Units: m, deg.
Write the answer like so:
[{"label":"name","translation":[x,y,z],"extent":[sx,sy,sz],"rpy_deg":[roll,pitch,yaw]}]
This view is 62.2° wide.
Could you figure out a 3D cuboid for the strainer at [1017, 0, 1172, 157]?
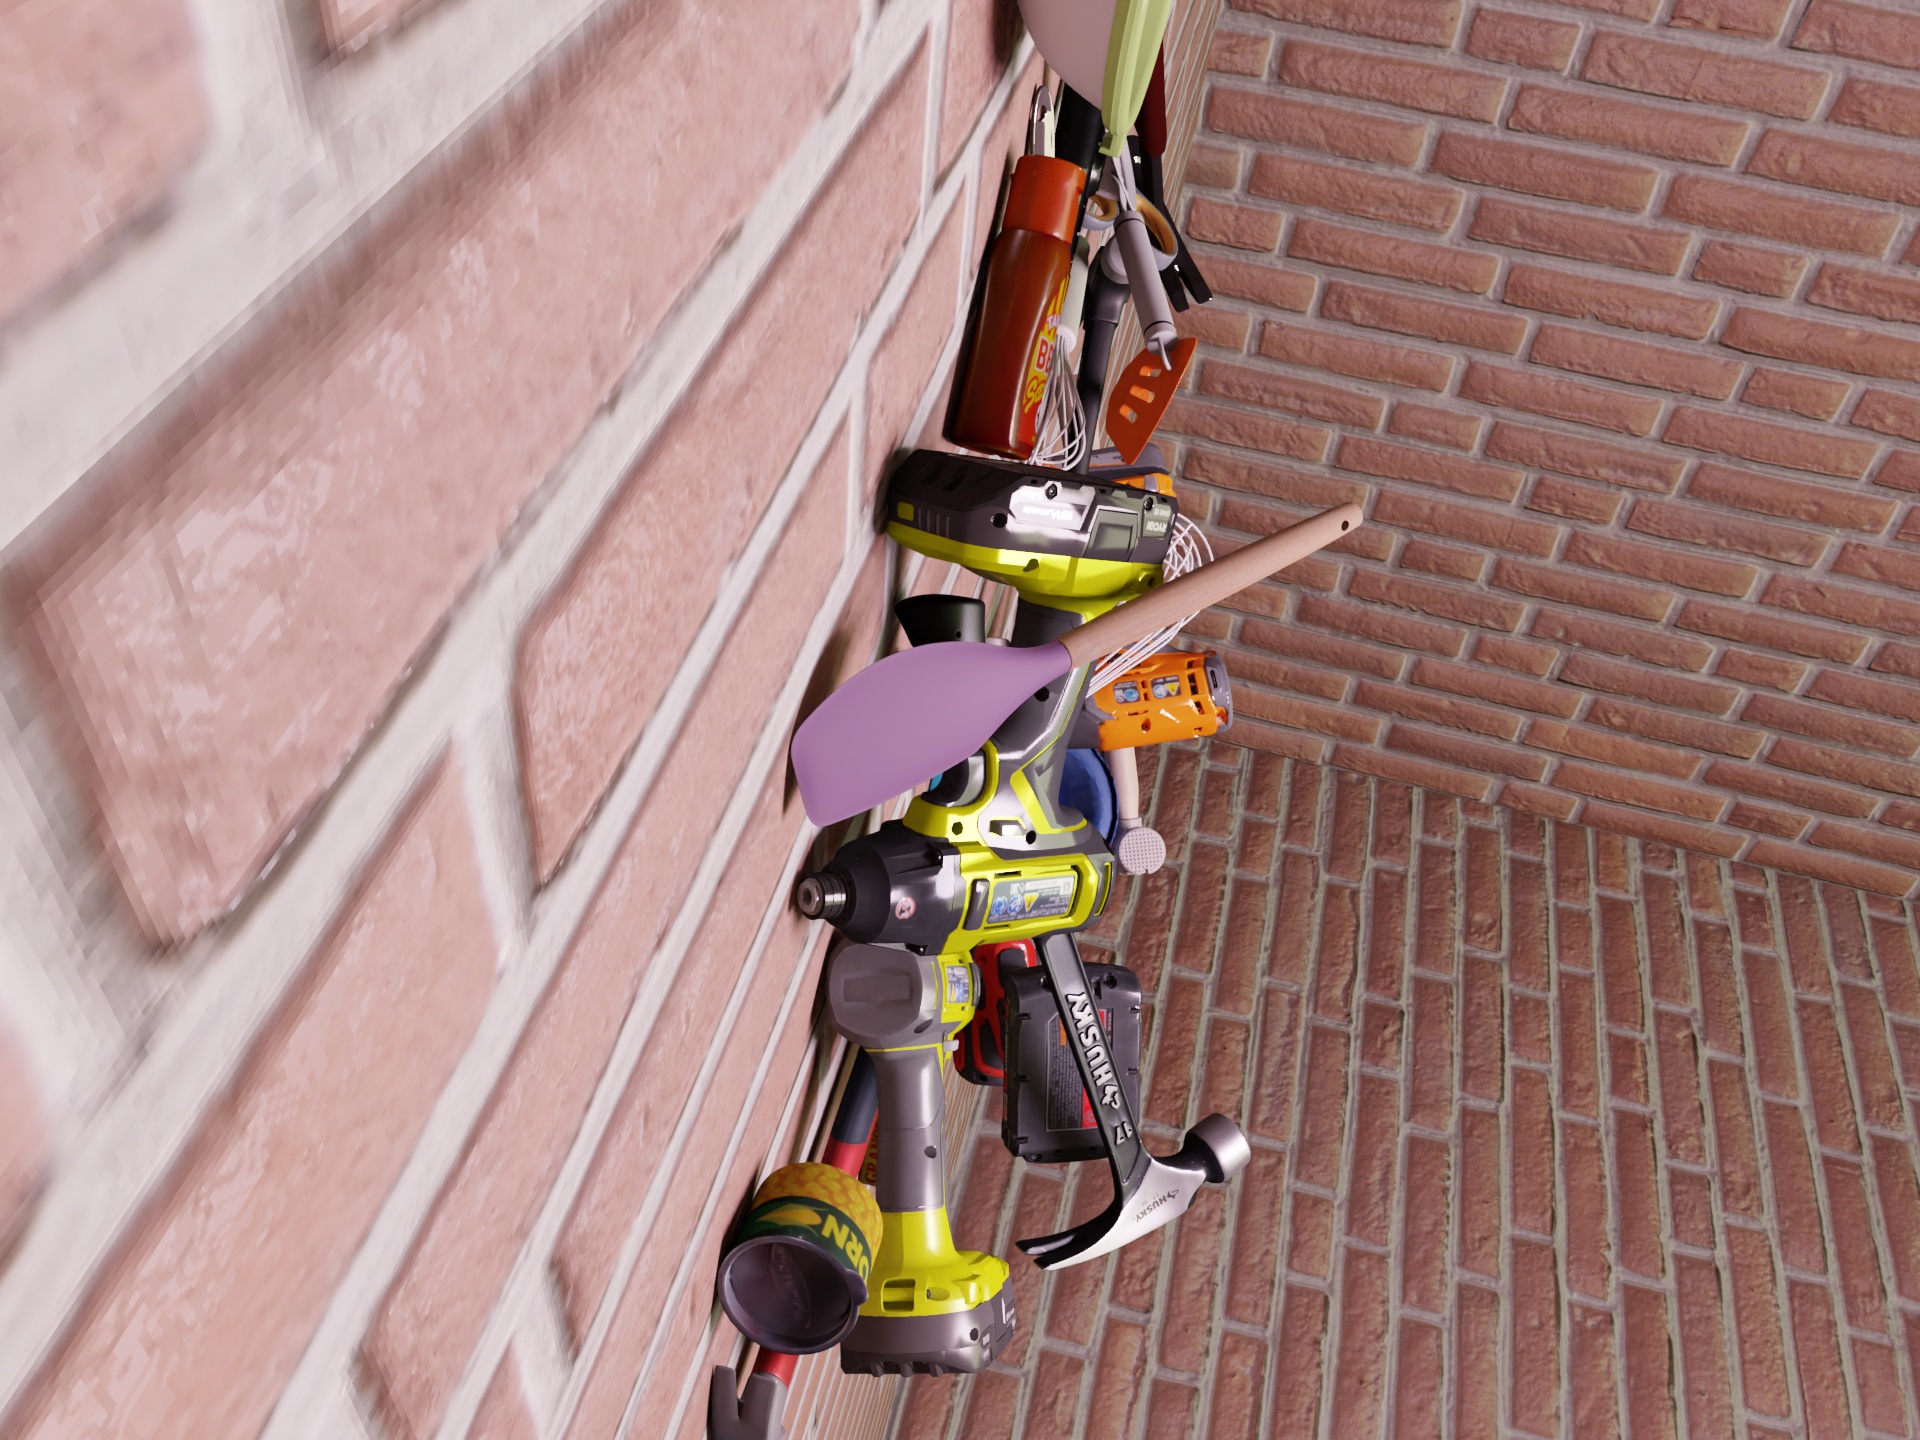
[{"label":"strainer","translation":[0.052,-0.329,0.636],"extent":[0.256,0.069,0.151],"rpy_deg":[-44,149,-78]}]

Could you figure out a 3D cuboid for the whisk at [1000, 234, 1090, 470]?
[{"label":"whisk","translation":[0.062,-0.243,1.040],"extent":[0.057,0.059,0.247],"rpy_deg":[101,0,-50]}]

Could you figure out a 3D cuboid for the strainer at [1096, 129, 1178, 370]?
[{"label":"strainer","translation":[0.099,-0.308,0.974],"extent":[0.086,0.050,0.259],"rpy_deg":[53,23,-53]}]

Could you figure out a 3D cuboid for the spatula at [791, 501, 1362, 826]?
[{"label":"spatula","translation":[0.063,-0.040,0.689],"extent":[0.316,0.018,0.059],"rpy_deg":[-25,119,-28]}]

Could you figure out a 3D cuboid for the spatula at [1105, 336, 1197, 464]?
[{"label":"spatula","translation":[0.128,-0.210,1.064],"extent":[0.081,0.041,0.322],"rpy_deg":[-63,175,11]}]

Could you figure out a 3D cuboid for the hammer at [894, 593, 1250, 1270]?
[{"label":"hammer","translation":[0.045,0.117,0.851],"extent":[0.036,0.149,0.408],"rpy_deg":[20,-45,58]}]

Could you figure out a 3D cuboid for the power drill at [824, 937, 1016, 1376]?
[{"label":"power drill","translation":[-0.018,0.230,0.888],"extent":[0.190,0.080,0.229],"rpy_deg":[37,49,-74]}]

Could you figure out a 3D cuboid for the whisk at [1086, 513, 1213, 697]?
[{"label":"whisk","translation":[0.035,-0.005,0.865],"extent":[0.284,0.070,0.070],"rpy_deg":[-49,169,-8]}]

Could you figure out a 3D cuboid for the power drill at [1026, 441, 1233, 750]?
[{"label":"power drill","translation":[0.101,-0.085,1.190],"extent":[0.084,0.164,0.227],"rpy_deg":[87,-6,-70]}]

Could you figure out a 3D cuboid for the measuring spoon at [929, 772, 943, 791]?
[{"label":"measuring spoon","translation":[-0.018,0.085,1.114],"extent":[0.042,0.021,0.129],"rpy_deg":[77,25,-77]}]

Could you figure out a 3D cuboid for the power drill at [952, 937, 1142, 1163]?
[{"label":"power drill","translation":[0.043,0.168,1.028],"extent":[0.227,0.080,0.188],"rpy_deg":[-153,-117,-75]}]

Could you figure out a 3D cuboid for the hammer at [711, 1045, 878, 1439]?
[{"label":"hammer","translation":[-0.066,0.242,0.942],"extent":[0.143,0.038,0.387],"rpy_deg":[95,10,-46]}]

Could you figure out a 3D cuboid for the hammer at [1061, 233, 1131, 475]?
[{"label":"hammer","translation":[0.077,-0.163,1.125],"extent":[0.146,0.035,0.335],"rpy_deg":[165,-65,-83]}]

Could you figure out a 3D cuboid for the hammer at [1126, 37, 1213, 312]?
[{"label":"hammer","translation":[0.131,-0.419,1.090],"extent":[0.359,0.036,0.149],"rpy_deg":[51,16,-76]}]

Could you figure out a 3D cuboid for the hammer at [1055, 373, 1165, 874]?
[{"label":"hammer","translation":[0.114,-0.079,1.309],"extent":[0.146,0.038,0.411],"rpy_deg":[134,-50,-84]}]

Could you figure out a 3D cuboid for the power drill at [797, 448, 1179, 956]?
[{"label":"power drill","translation":[0.013,-0.004,0.726],"extent":[0.171,0.080,0.223],"rpy_deg":[0,106,-42]}]

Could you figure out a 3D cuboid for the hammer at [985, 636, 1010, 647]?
[{"label":"hammer","translation":[-0.002,-0.003,0.975],"extent":[0.331,0.031,0.130],"rpy_deg":[27,65,-81]}]

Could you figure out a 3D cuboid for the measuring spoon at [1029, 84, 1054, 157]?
[{"label":"measuring spoon","translation":[0.039,-0.291,0.884],"extent":[0.034,0.018,0.124],"rpy_deg":[-41,146,-37]}]
